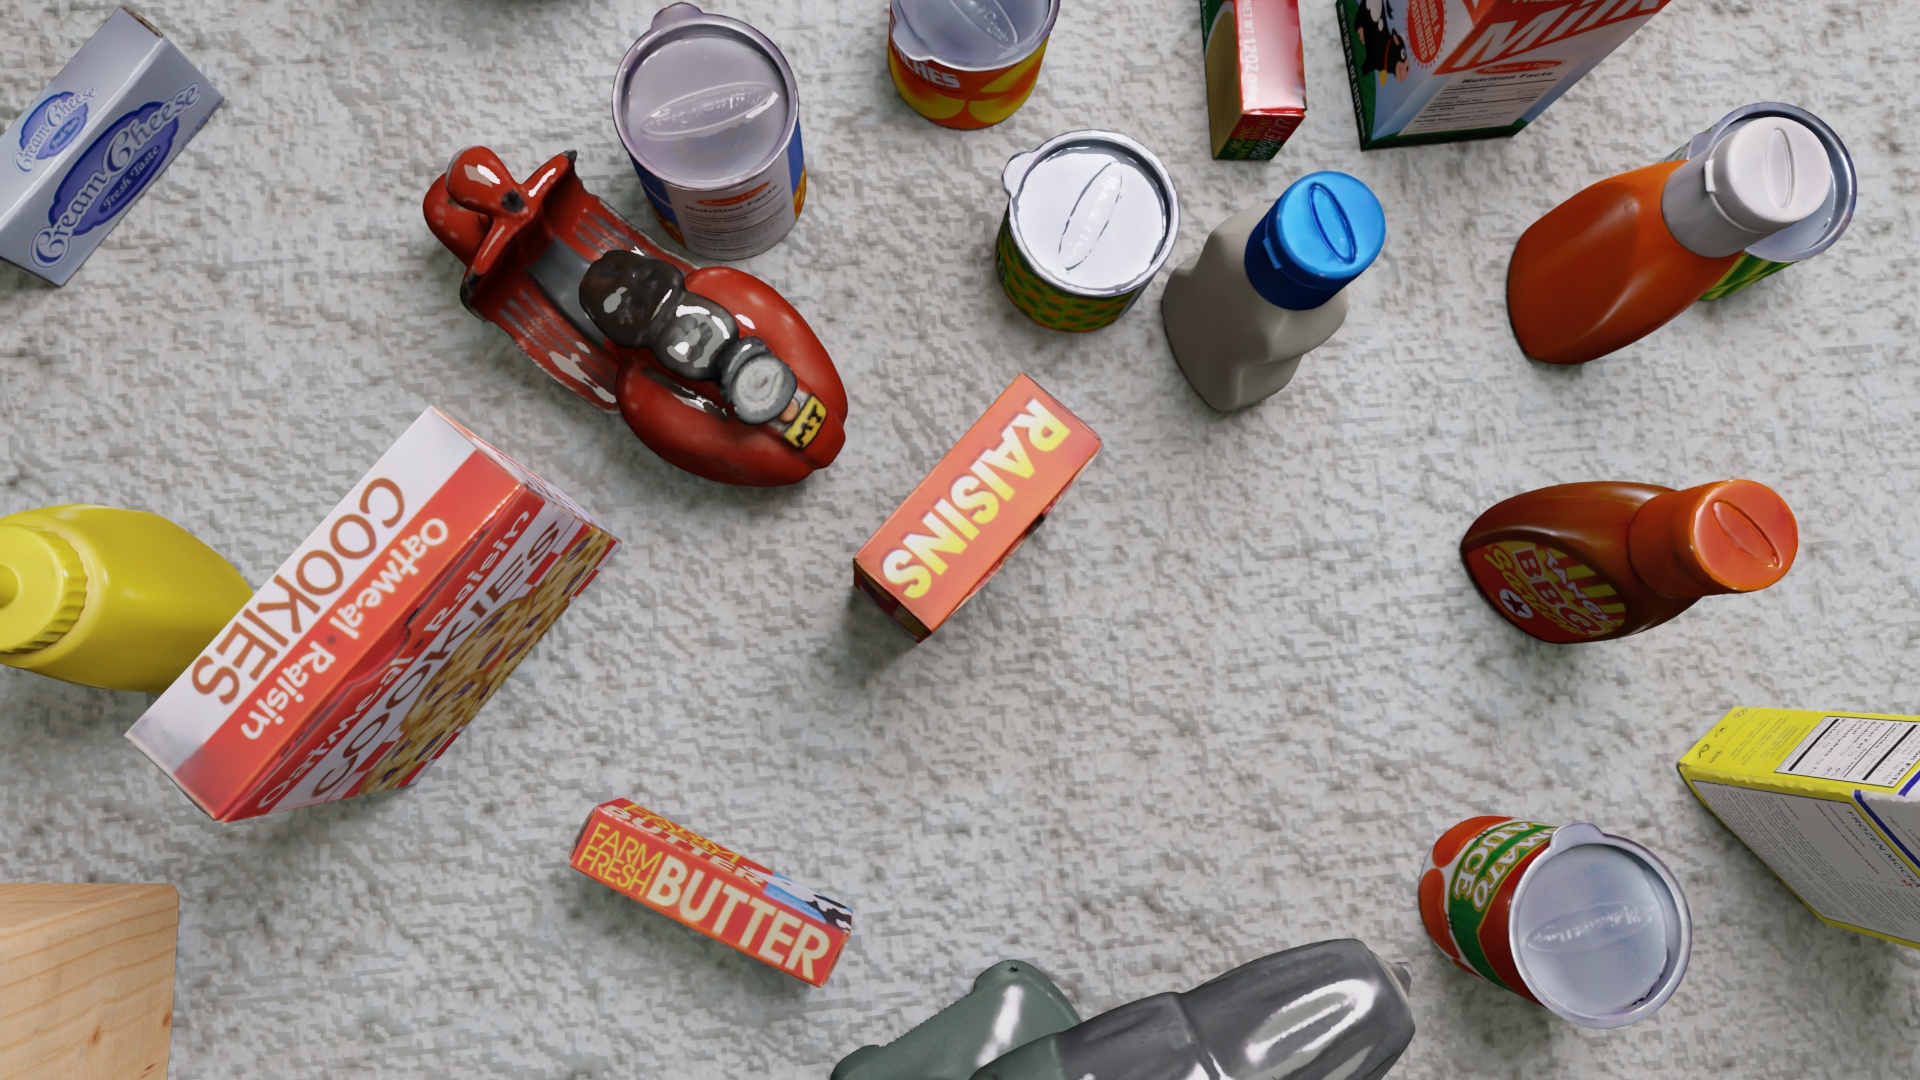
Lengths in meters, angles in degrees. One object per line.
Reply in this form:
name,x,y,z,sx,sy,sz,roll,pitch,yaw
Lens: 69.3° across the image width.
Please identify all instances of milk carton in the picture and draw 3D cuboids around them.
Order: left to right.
milk carton,0.209,-0.217,0.511,0.073,0.190,0.072,-7,84,-5

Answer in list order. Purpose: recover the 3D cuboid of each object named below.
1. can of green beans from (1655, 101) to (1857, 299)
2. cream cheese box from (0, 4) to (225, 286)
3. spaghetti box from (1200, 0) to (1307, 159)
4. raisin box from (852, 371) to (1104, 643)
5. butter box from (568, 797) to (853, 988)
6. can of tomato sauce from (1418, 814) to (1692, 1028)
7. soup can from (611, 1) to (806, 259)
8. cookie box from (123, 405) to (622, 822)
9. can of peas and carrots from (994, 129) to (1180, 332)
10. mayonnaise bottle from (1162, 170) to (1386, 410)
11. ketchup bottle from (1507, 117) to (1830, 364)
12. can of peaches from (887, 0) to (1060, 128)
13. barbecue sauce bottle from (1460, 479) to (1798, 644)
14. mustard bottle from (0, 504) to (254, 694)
can of green beans,0.321,-0.139,0.577,0.071,0.057,0.071,0,83,-4
cream cheese box,-0.333,-0.149,0.531,0.024,0.053,0.104,37,82,0
spaghetti box,0.116,-0.287,0.583,0.029,0.050,0.250,-2,83,-4
raisin box,0.002,-0.006,0.504,0.040,0.123,0.086,42,82,1
butter box,-0.091,0.129,0.516,0.103,0.053,0.024,26,83,-1
can of tomato sauce,0.219,0.138,0.523,0.071,0.083,0.071,0,83,-4
soup can,-0.094,-0.154,0.535,0.071,0.083,0.071,0,84,-4
cookie box,-0.180,0.028,0.464,0.040,0.167,0.123,39,82,1
can of peas and carrots,0.046,-0.122,0.554,0.071,0.058,0.071,0,83,-4
mayonnaise bottle,0.112,-0.092,0.510,0.041,0.148,0.065,-23,86,-6
ketchup bottle,0.260,-0.113,0.523,0.043,0.148,0.065,1,84,-4
can of peaches,0.002,-0.207,0.561,0.071,0.058,0.071,0,83,-4
barbecue sauce bottle,0.241,0.006,0.508,0.044,0.148,0.065,-42,88,-7
mustard bottle,-0.290,0.018,0.460,0.049,0.160,0.065,-44,88,-7
